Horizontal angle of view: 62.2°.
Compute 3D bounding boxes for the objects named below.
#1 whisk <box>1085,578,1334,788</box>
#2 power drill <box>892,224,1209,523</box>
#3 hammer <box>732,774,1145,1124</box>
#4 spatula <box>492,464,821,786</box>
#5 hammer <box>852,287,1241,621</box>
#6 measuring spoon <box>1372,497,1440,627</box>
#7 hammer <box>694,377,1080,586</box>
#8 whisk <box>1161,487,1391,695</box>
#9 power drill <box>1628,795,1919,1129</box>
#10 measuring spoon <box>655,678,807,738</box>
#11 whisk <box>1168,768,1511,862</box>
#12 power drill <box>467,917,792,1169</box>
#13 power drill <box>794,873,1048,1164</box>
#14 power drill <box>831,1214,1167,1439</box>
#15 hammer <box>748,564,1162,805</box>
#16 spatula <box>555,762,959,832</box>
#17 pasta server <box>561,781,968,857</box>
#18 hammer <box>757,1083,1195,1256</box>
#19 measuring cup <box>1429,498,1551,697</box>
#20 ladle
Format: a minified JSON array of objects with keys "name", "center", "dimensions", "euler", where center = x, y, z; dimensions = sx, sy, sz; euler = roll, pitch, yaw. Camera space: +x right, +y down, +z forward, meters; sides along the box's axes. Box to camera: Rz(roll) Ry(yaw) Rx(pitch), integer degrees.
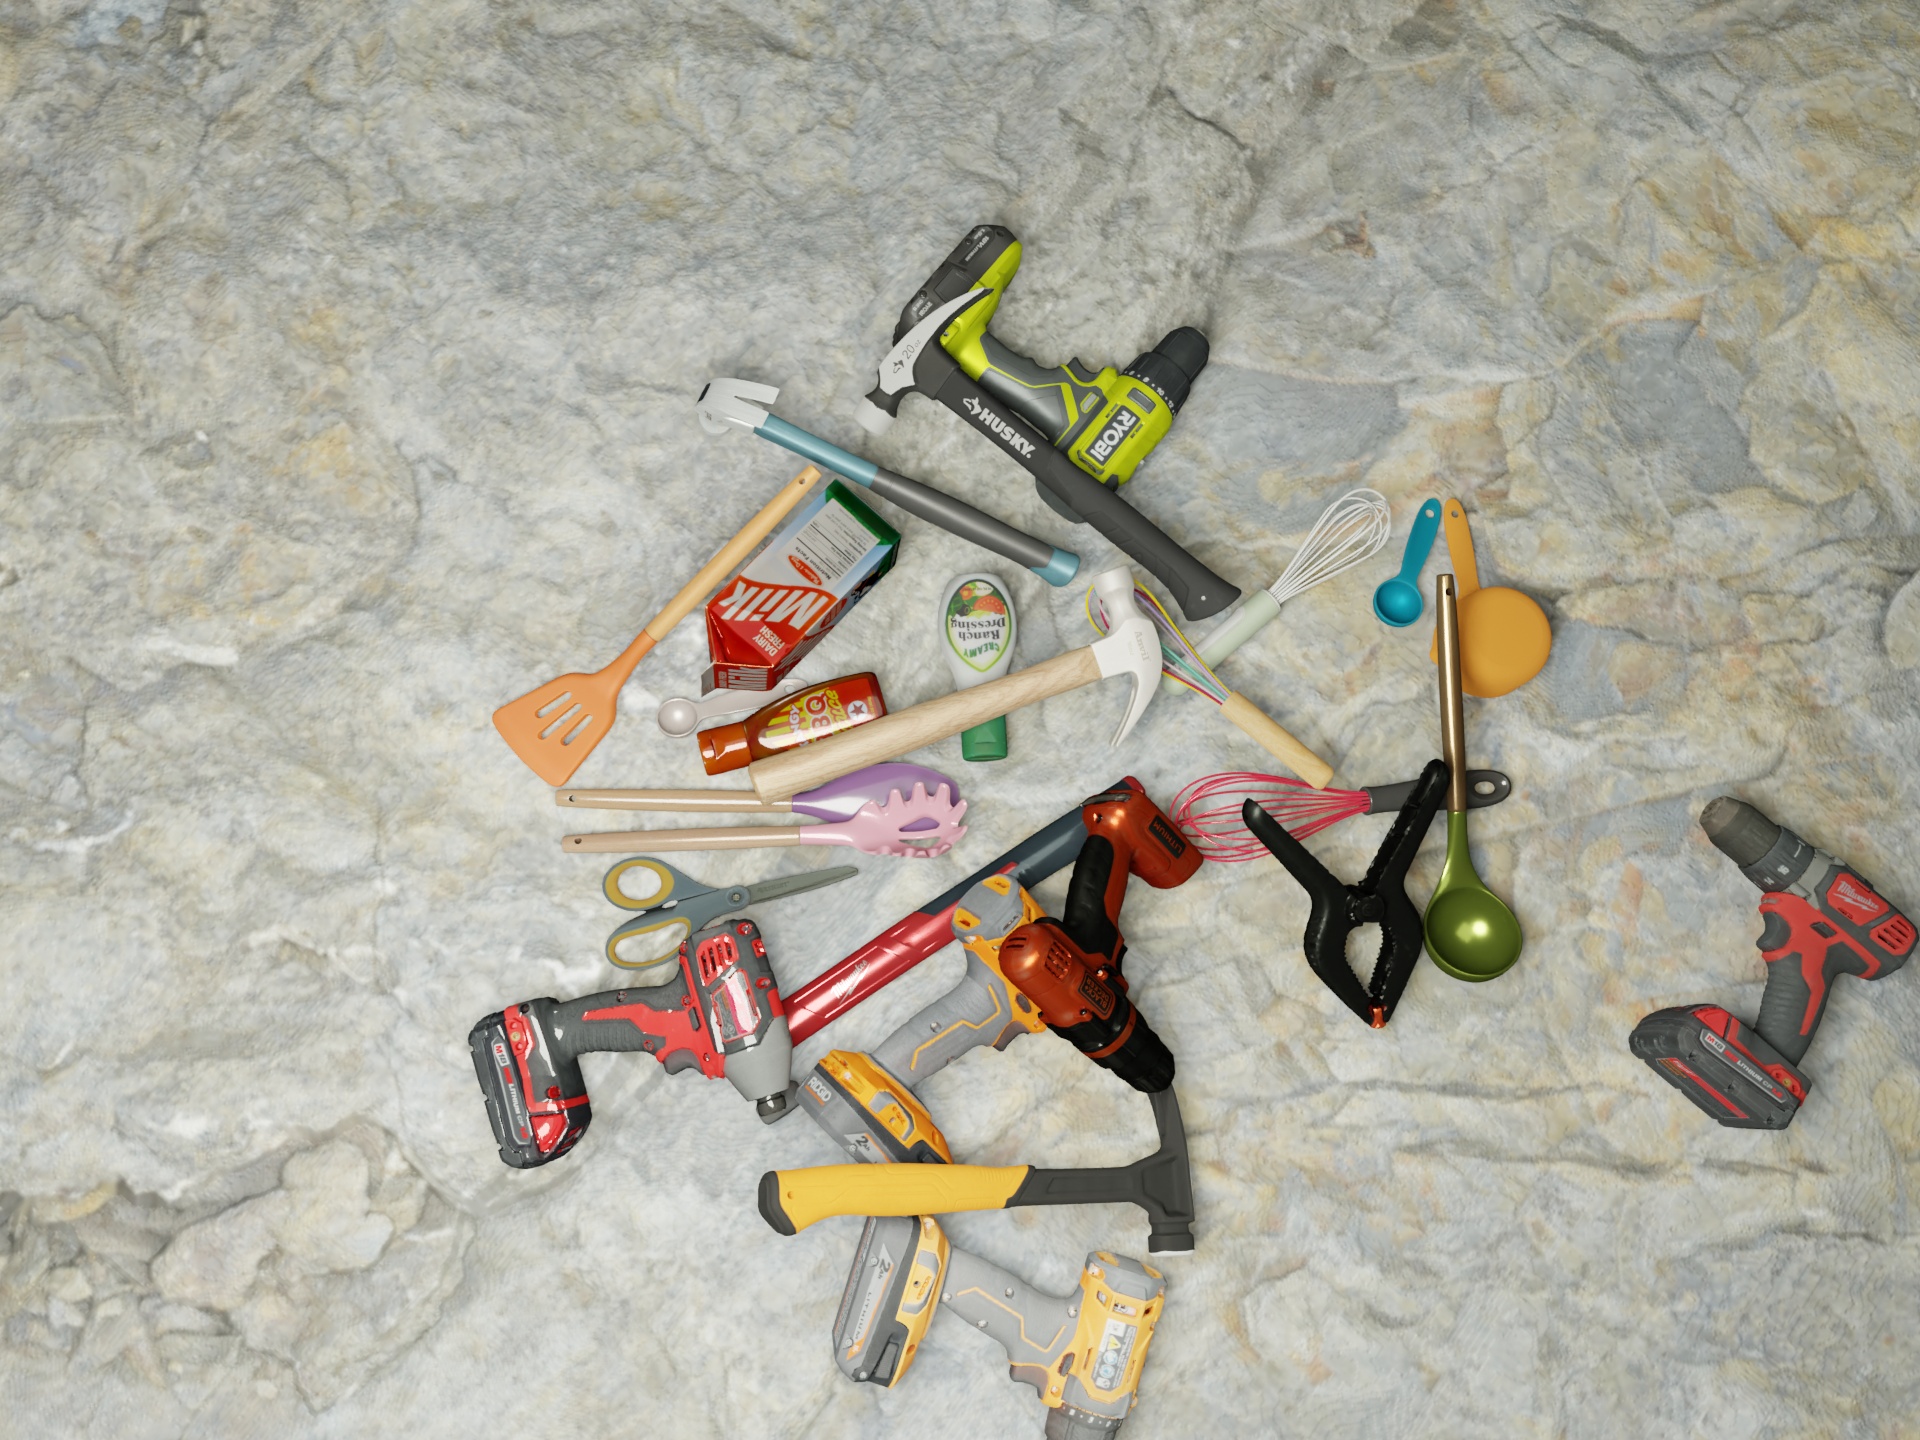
[{"name":"whisk","center":[0.196,-0.032,1.257],"dimensions":[0.245,0.051,0.047],"euler":[41,79,13]},{"name":"power drill","center":[0.077,-0.300,1.317],"dimensions":[0.228,0.080,0.190],"euler":[39,80,1]},{"name":"hammer","center":[-0.026,0.145,1.239],"dimensions":[0.386,0.038,0.143],"euler":[-33,81,-10]},{"name":"spatula","center":[-0.228,-0.084,1.246],"dimensions":[0.322,0.041,0.081],"euler":[-44,85,6]},{"name":"hammer","center":[0.083,-0.197,1.251],"dimensions":[0.335,0.035,0.146],"euler":[39,110,3]},{"name":"measuring spoon","center":[0.378,-0.131,1.339],"dimensions":[0.042,0.021,0.129],"euler":[24,69,2]},{"name":"hammer","center":[-0.057,-0.189,1.277],"dimensions":[0.331,0.128,0.033],"euler":[25,85,-7]},{"name":"whisk","center":[0.260,-0.104,1.307],"dimensions":[0.246,0.058,0.059],"euler":[-40,114,-6]},{"name":"power drill","center":[0.628,0.188,1.262],"dimensions":[0.188,0.080,0.227],"euler":[40,76,4]},{"name":"measuring spoon","center":[-0.182,-0.010,1.273],"dimensions":[0.124,0.018,0.034],"euler":[-15,64,-14]},{"name":"whisk","center":[0.306,0.067,1.273],"dimensions":[0.295,0.073,0.073],"euler":[-6,79,-12]},{"name":"power drill","center":[-0.232,0.244,1.163],"dimensions":[0.219,0.078,0.143],"euler":[-20,81,3]},{"name":"power drill","center":[0.006,0.247,1.188],"dimensions":[0.226,0.084,0.164],"euler":[-46,116,-12]},{"name":"power drill","center":[0.022,0.463,1.160],"dimensions":[0.226,0.084,0.185],"euler":[18,85,-5]},{"name":"hammer","center":[-0.002,-0.004,1.227],"dimensions":[0.331,0.031,0.130],"euler":[-20,93,-2]},{"name":"spatula","center":[-0.159,0.062,1.255],"dimensions":[0.316,0.018,0.060],"euler":[1,87,-5]},{"name":"pasta server","center":[-0.152,0.087,1.233],"dimensions":[0.316,0.040,0.060],"euler":[-2,63,0]},{"name":"hammer","center":[0.018,0.323,1.129],"dimensions":[0.336,0.034,0.127],"euler":[6,69,-26]},{"name":"measuring cup","center":[0.433,-0.107,1.315],"dimensions":[0.095,0.052,0.174],"euler":[-9,82,-6]},{"name":"ladle","center":[0.392,0.046,1.242],"dimensions":[0.078,0.062,0.320],"euler":[-5,95,-6]}]
